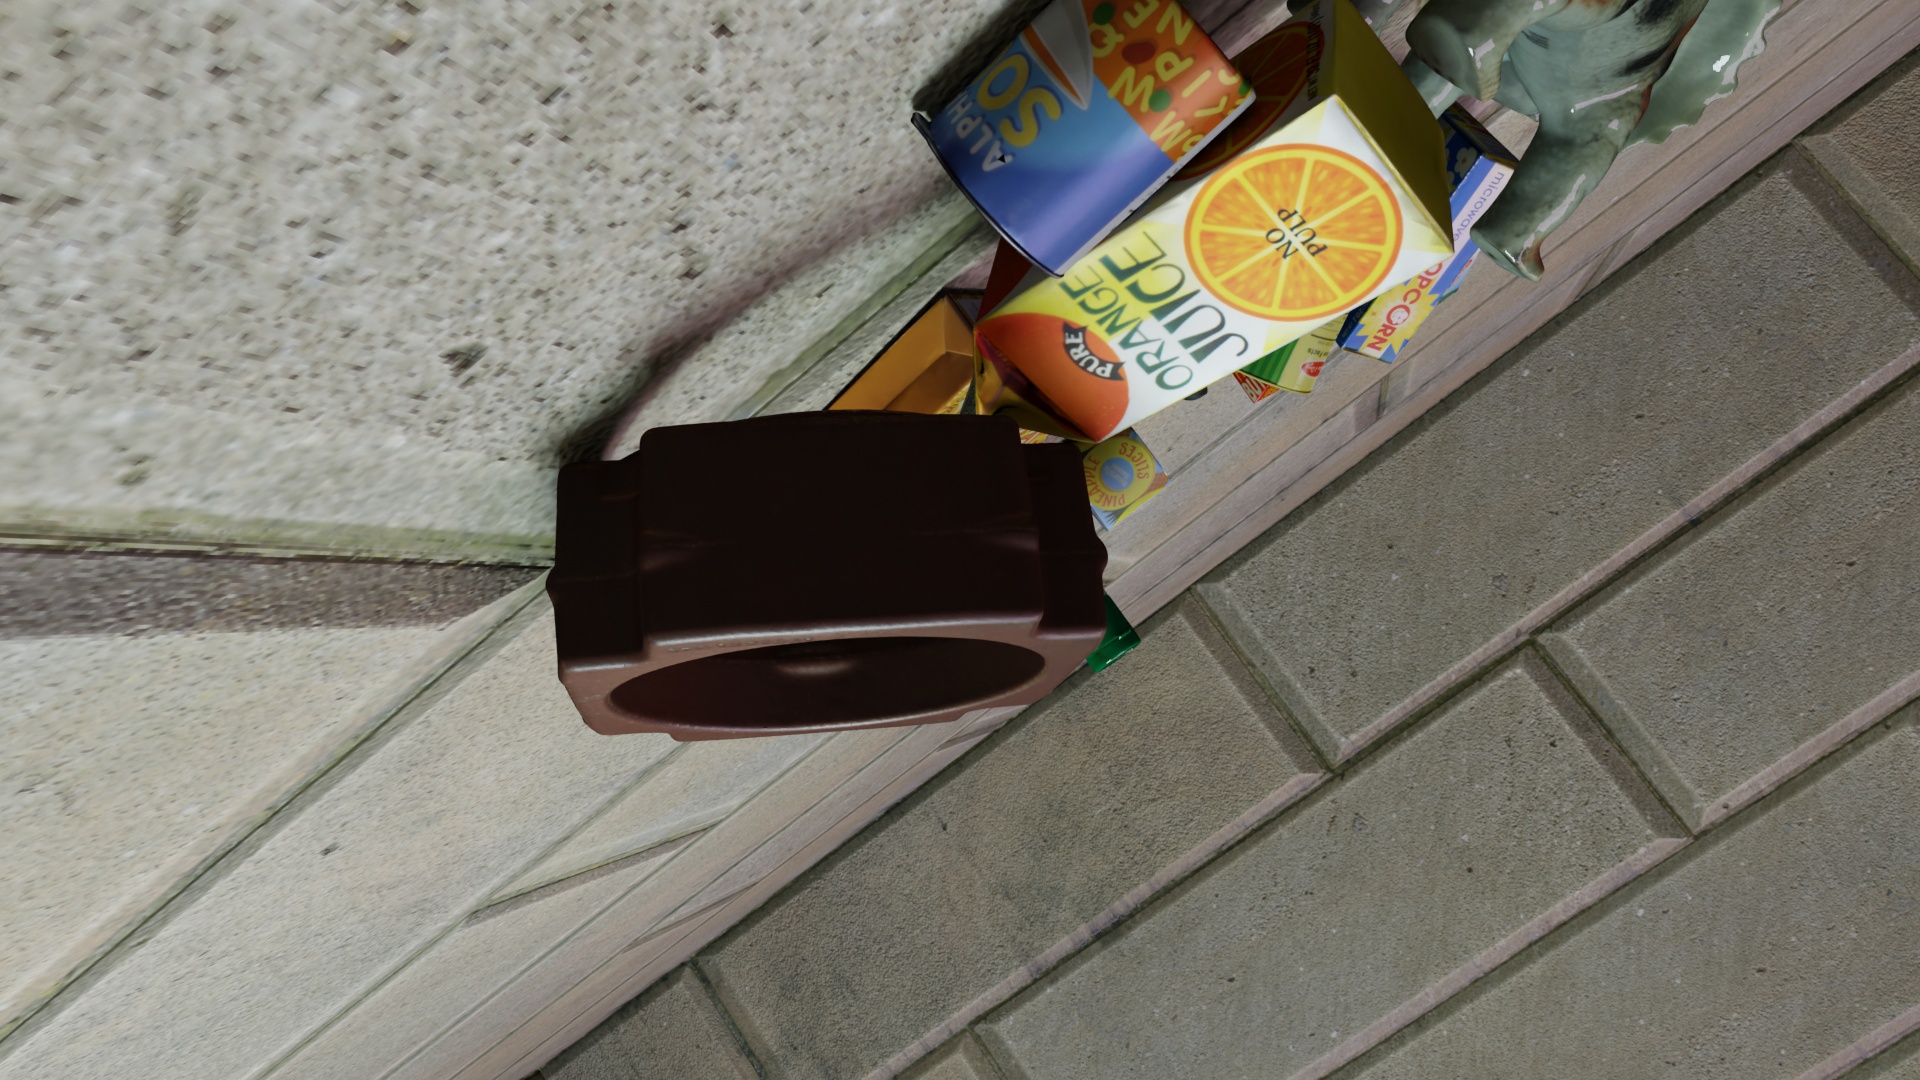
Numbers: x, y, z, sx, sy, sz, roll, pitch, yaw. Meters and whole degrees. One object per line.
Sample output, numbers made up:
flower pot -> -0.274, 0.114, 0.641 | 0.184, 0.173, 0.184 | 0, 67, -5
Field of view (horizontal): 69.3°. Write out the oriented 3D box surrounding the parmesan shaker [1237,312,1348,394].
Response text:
parmesan shaker -> 0.181, -0.139, 0.750 | 0.071, 0.071, 0.102 | -15, 131, -60

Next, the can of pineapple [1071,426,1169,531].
can of pineapple -> 0.106, -0.049, 0.980 | 0.058, 0.071, 0.071 | -37, 168, 4

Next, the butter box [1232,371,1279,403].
butter box -> 0.211, -0.138, 0.961 | 0.024, 0.053, 0.103 | -31, 168, -13

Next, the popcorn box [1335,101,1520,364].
popcorn box -> 0.242, -0.173, 0.762 | 0.038, 0.085, 0.126 | 13, 126, -25

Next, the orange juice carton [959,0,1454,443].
orange juice carton -> 0.073, -0.102, 0.503 | 0.192, 0.073, 0.072 | -27, -146, 37

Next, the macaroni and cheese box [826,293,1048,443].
macaroni and cheese box -> 0.004, -0.066, 0.679 | 0.123, 0.040, 0.167 | -40, 168, 28

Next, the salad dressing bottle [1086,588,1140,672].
salad dressing bottle -> 0.060, 0.016, 0.903 | 0.064, 0.148, 0.043 | -27, 165, -37

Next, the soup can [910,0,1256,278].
soup can -> 0.038, -0.136, 0.437 | 0.083, 0.071, 0.071 | -41, 168, 19

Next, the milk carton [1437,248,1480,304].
milk carton -> 0.286, -0.194, 0.900 | 0.072, 0.073, 0.190 | -36, 168, 4
